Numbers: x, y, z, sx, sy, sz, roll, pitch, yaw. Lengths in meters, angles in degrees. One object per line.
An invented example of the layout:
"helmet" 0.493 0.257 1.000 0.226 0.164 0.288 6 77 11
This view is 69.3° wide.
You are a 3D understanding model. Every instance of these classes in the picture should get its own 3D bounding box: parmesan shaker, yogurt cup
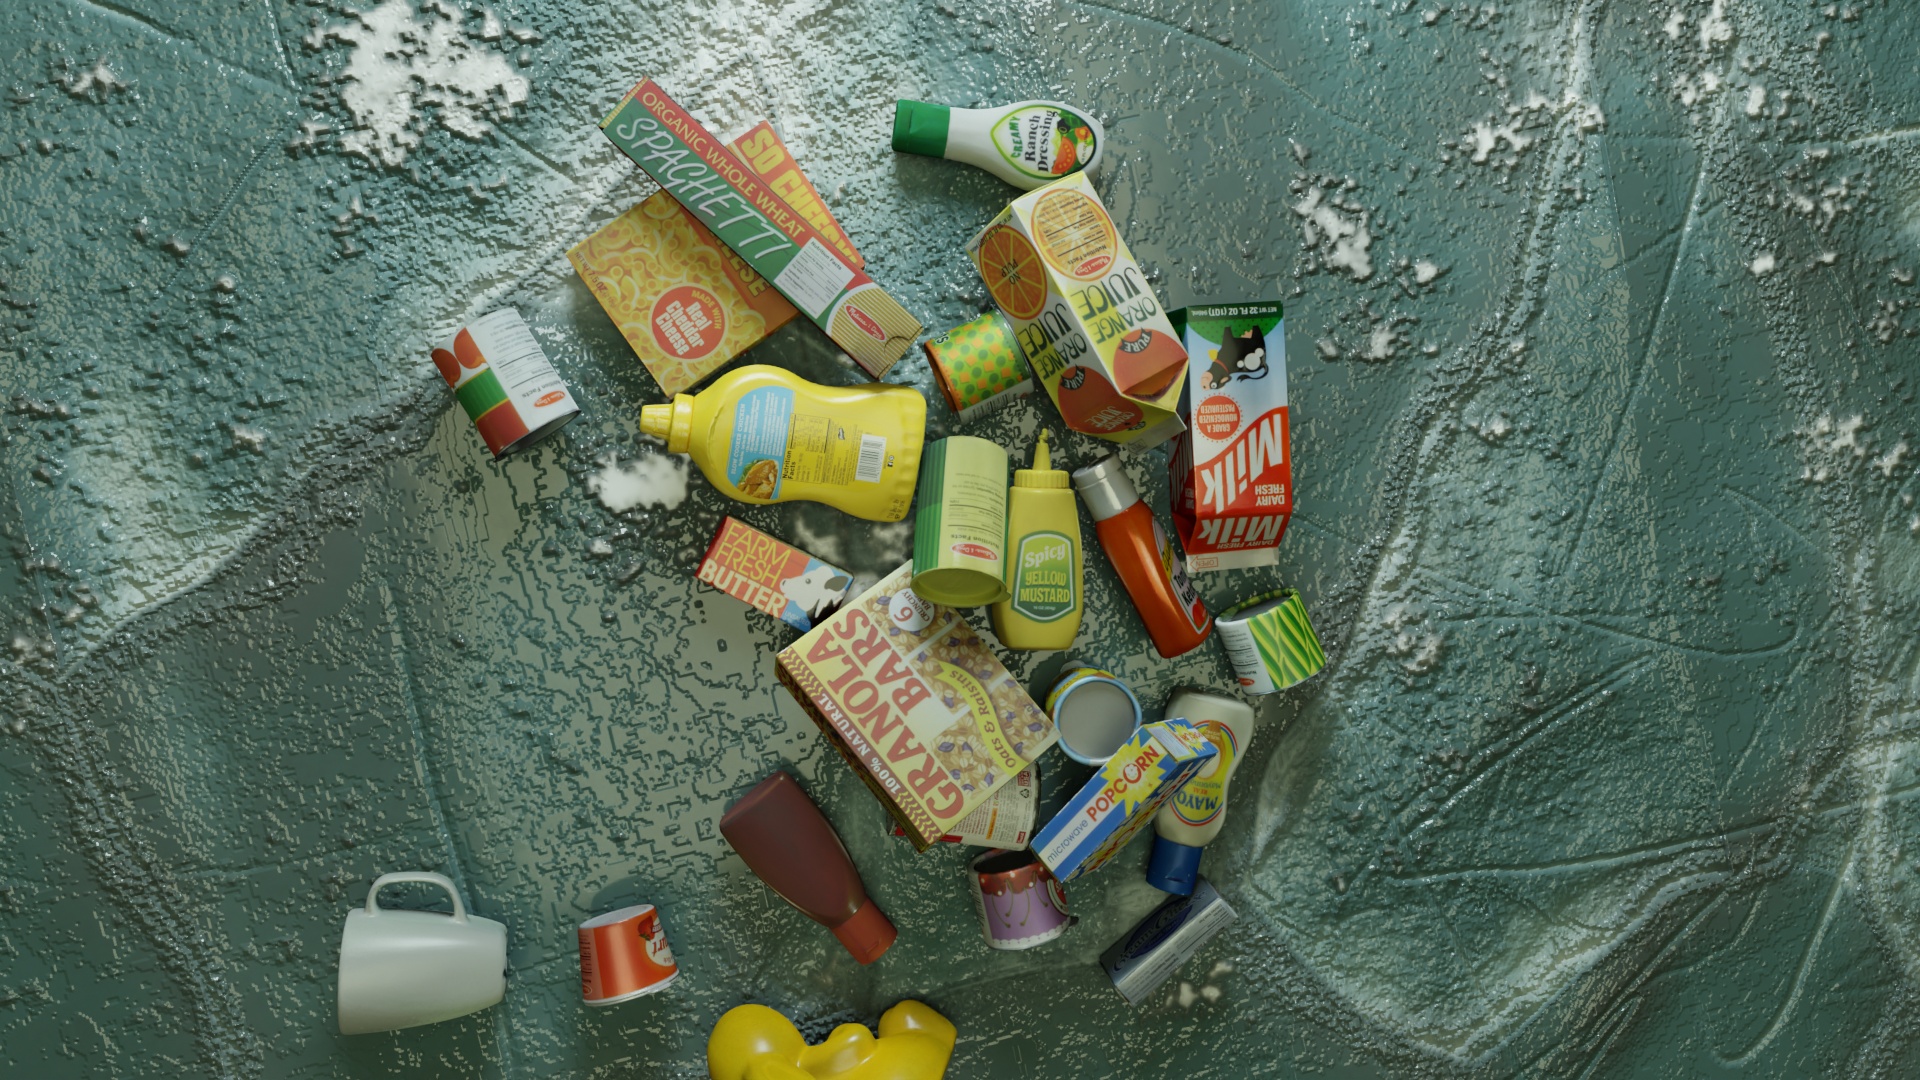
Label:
"parmesan shaker" 0.003 -0.012 0.973 0.071 0.071 0.103 7 63 -6
"yogurt cup" -0.239 0.293 0.985 0.072 0.072 0.054 -13 87 -5

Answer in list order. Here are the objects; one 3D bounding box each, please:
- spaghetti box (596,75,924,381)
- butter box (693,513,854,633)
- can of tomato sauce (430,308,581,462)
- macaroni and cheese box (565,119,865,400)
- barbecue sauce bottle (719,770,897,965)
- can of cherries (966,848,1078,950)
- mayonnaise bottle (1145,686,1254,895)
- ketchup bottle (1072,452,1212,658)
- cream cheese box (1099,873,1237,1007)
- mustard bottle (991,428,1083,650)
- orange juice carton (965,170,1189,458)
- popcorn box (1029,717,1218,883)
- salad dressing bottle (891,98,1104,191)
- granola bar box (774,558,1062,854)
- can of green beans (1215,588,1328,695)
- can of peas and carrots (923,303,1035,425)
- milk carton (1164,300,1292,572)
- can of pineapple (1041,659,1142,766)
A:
"spaghetti box" -0.133 -0.209 0.942 0.250 0.029 0.050 42 89 -7
"butter box" -0.134 0.026 1.000 0.103 0.024 0.053 27 90 -7
"can of tomato sauce" -0.313 -0.106 0.953 0.071 0.071 0.083 -32 96 -3
"macaroni and cheese box" -0.170 -0.195 0.975 0.166 0.040 0.123 -35 97 -3
"barbecue sauce bottle" -0.105 0.241 1.006 0.065 0.044 0.148 -39 97 -2
"can of cherries" 0.045 0.257 1.011 0.071 0.071 0.058 -14 94 -5
"mayonnaise bottle" 0.172 0.187 1.033 0.065 0.041 0.148 13 91 -5
"ketchup bottle" 0.130 0.009 1.004 0.043 0.065 0.148 -26 99 22
"cream cheese box" 0.153 0.296 1.032 0.104 0.053 0.024 -40 99 -2
"mustard bottle" 0.056 -0.001 1.006 0.065 0.049 0.160 0 93 -11
"orange juice carton" 0.091 -0.150 0.970 0.073 0.071 0.192 -30 91 -30
"popcorn box" 0.116 0.183 0.985 0.126 0.085 0.038 -49 66 17
"salad dressing bottle" 0.026 -0.285 0.989 0.148 0.044 0.064 6 91 -6
"granola bar box" -0.031 0.113 0.967 0.125 0.039 0.166 -36 77 -23
"can of green beans" 0.228 0.074 1.020 0.071 0.071 0.057 -23 95 -4
"can of peas and carrots" 0.012 -0.125 0.986 0.059 0.071 0.071 -26 96 -3
"milk carton" 0.192 -0.074 1.004 0.072 0.073 0.190 -5 94 -6
"can of pineapple" 0.094 0.126 1.012 0.071 0.058 0.071 0 91 -4
